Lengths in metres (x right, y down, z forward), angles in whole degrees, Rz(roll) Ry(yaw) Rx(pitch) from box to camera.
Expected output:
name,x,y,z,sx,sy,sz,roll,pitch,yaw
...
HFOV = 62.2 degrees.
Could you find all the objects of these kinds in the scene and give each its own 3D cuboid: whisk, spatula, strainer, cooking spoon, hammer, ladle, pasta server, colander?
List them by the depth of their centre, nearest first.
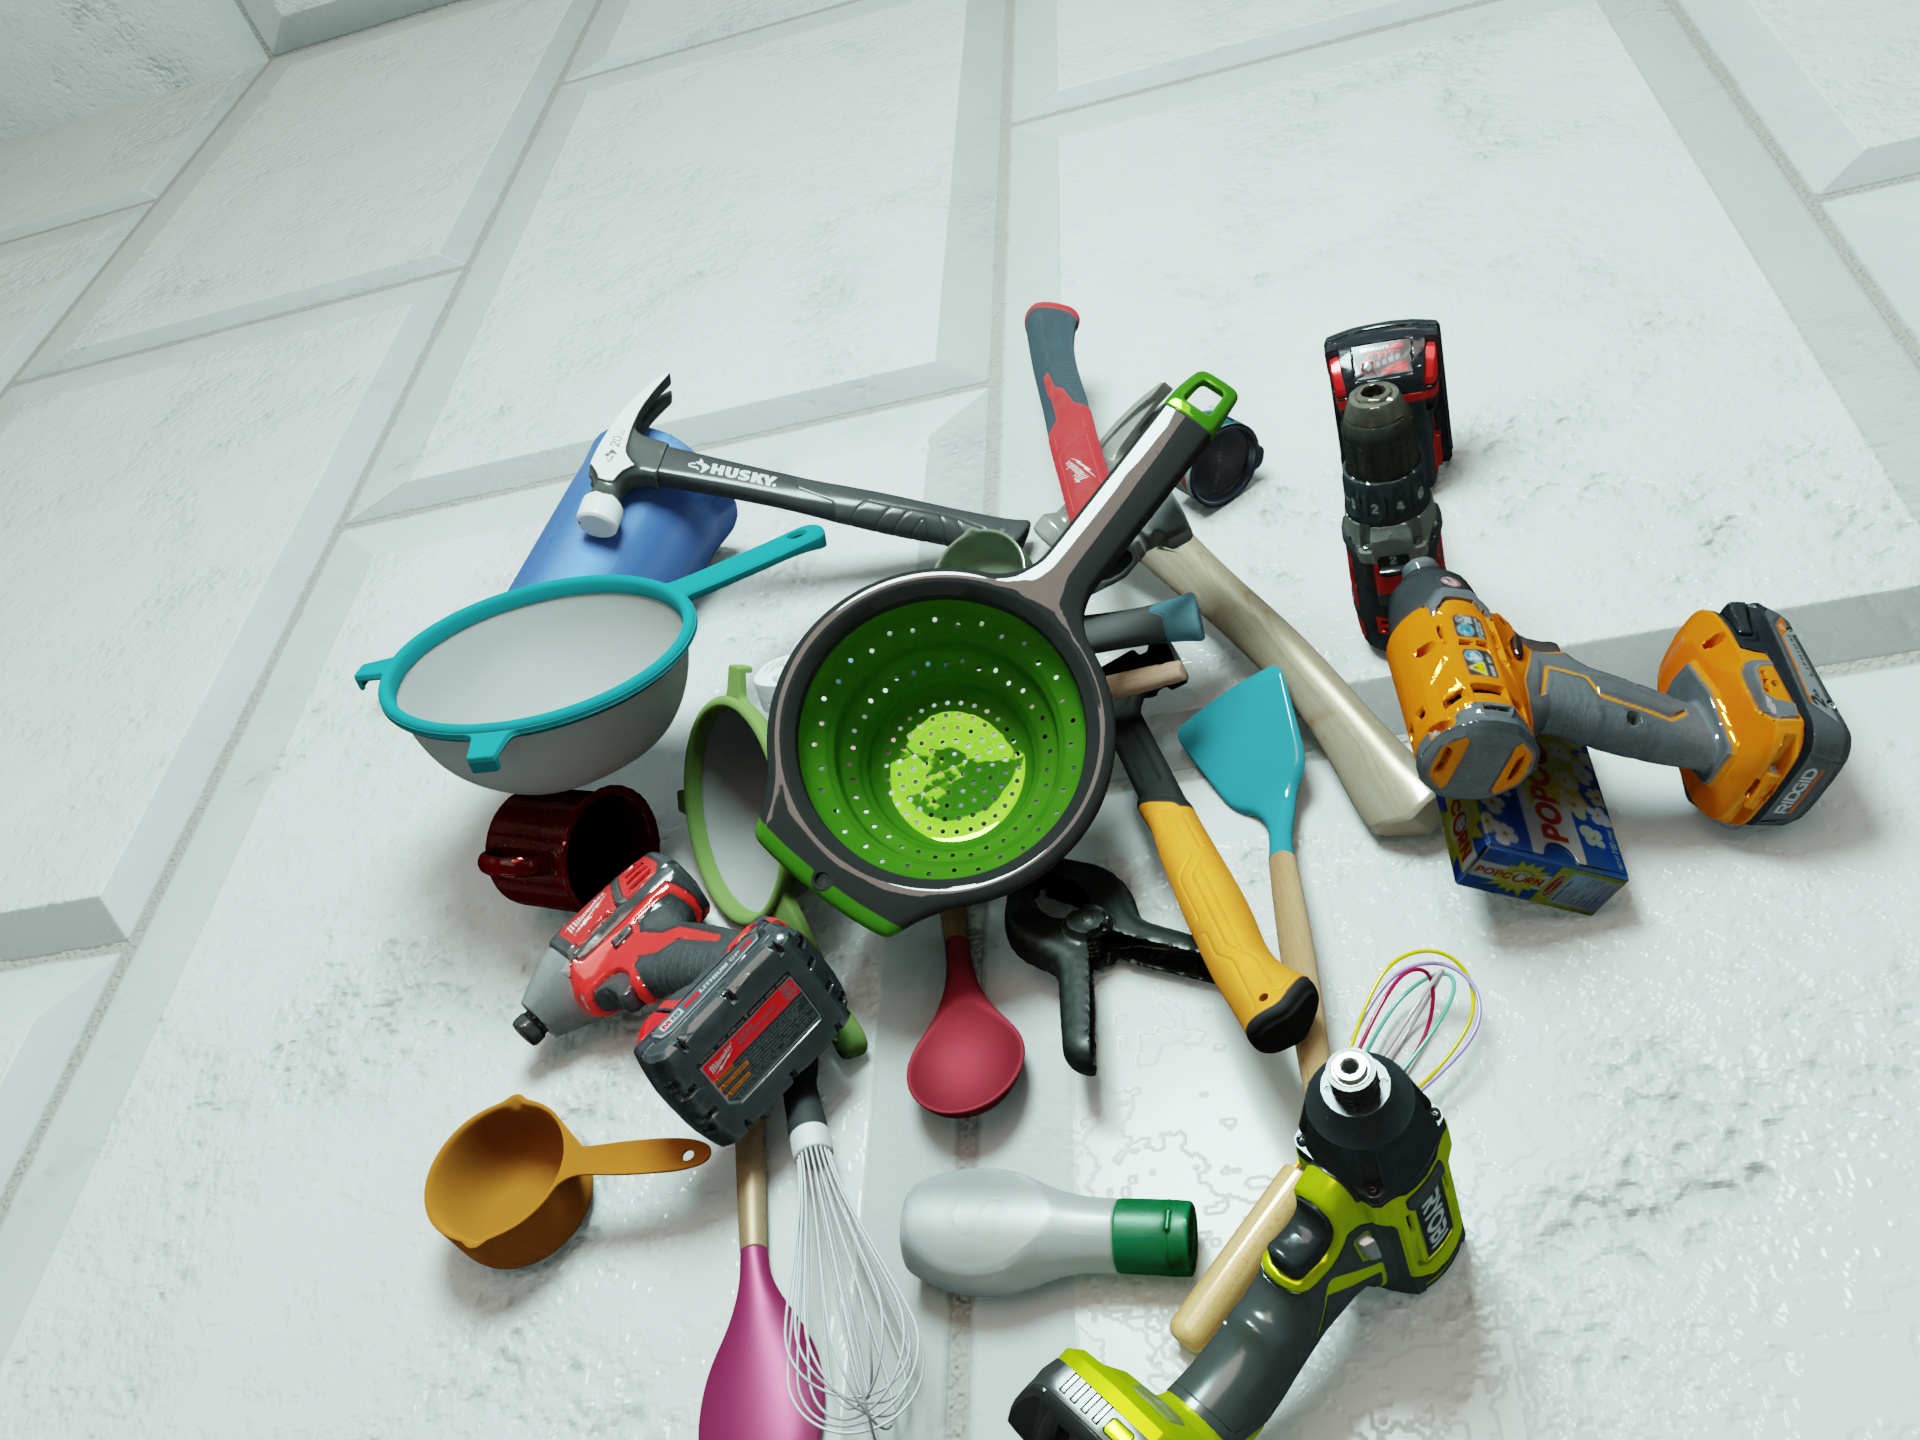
name,x,y,z,sx,sy,sz,roll,pitch,yaw
whisk,0.182,0.211,0.802,0.245,0.047,0.051,-47,21,-19
whisk,-0.075,0.253,0.855,0.070,0.070,0.285,-22,38,0
cooking spoon,-0.116,0.270,0.881,0.069,0.017,0.319,-18,43,7
spatula,0.177,0.091,0.900,0.082,0.044,0.318,-36,28,26
hammer,0.120,0.070,0.929,0.127,0.034,0.337,-29,34,6
colander,0.041,-0.045,0.977,0.204,0.094,0.397,36,81,13
ladle,-0.006,0.117,0.985,0.069,0.031,0.316,-13,42,5
strainer,-0.097,0.095,1.007,0.069,0.151,0.257,-8,55,-34
pasta server,-0.002,-0.003,1.052,0.316,0.040,0.060,-14,10,27
hammer,0.193,-0.076,1.055,0.146,0.038,0.411,-50,45,15
hammer,0.007,-0.047,1.081,0.331,0.033,0.128,-8,21,24
strainer,-0.225,-0.038,1.104,0.340,0.095,0.211,-29,35,-32
hammer,0.067,-0.207,1.166,0.143,0.038,0.387,-26,35,14
hammer,-0.112,-0.175,1.220,0.335,0.035,0.146,12,60,1

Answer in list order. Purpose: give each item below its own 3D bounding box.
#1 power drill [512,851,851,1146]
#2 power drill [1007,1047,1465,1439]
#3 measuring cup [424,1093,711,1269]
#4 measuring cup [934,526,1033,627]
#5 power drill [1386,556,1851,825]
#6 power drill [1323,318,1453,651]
name,x,y,z,sx,sy,sz,roll,pitch,yaw
power drill,-0.178,0.161,0.952,0.143,0.078,0.220,-45,32,-22
power drill,0.130,0.252,0.691,0.223,0.171,0.080,-44,47,-18
measuring cup,-0.215,0.264,0.905,0.173,0.052,0.095,-8,44,12
measuring cup,-0.019,-0.086,1.185,0.167,0.038,0.083,-18,65,24
power drill,0.348,-0.024,0.882,0.226,0.084,0.164,6,45,-7
power drill,0.283,-0.180,1.052,0.080,0.187,0.227,-6,41,19
